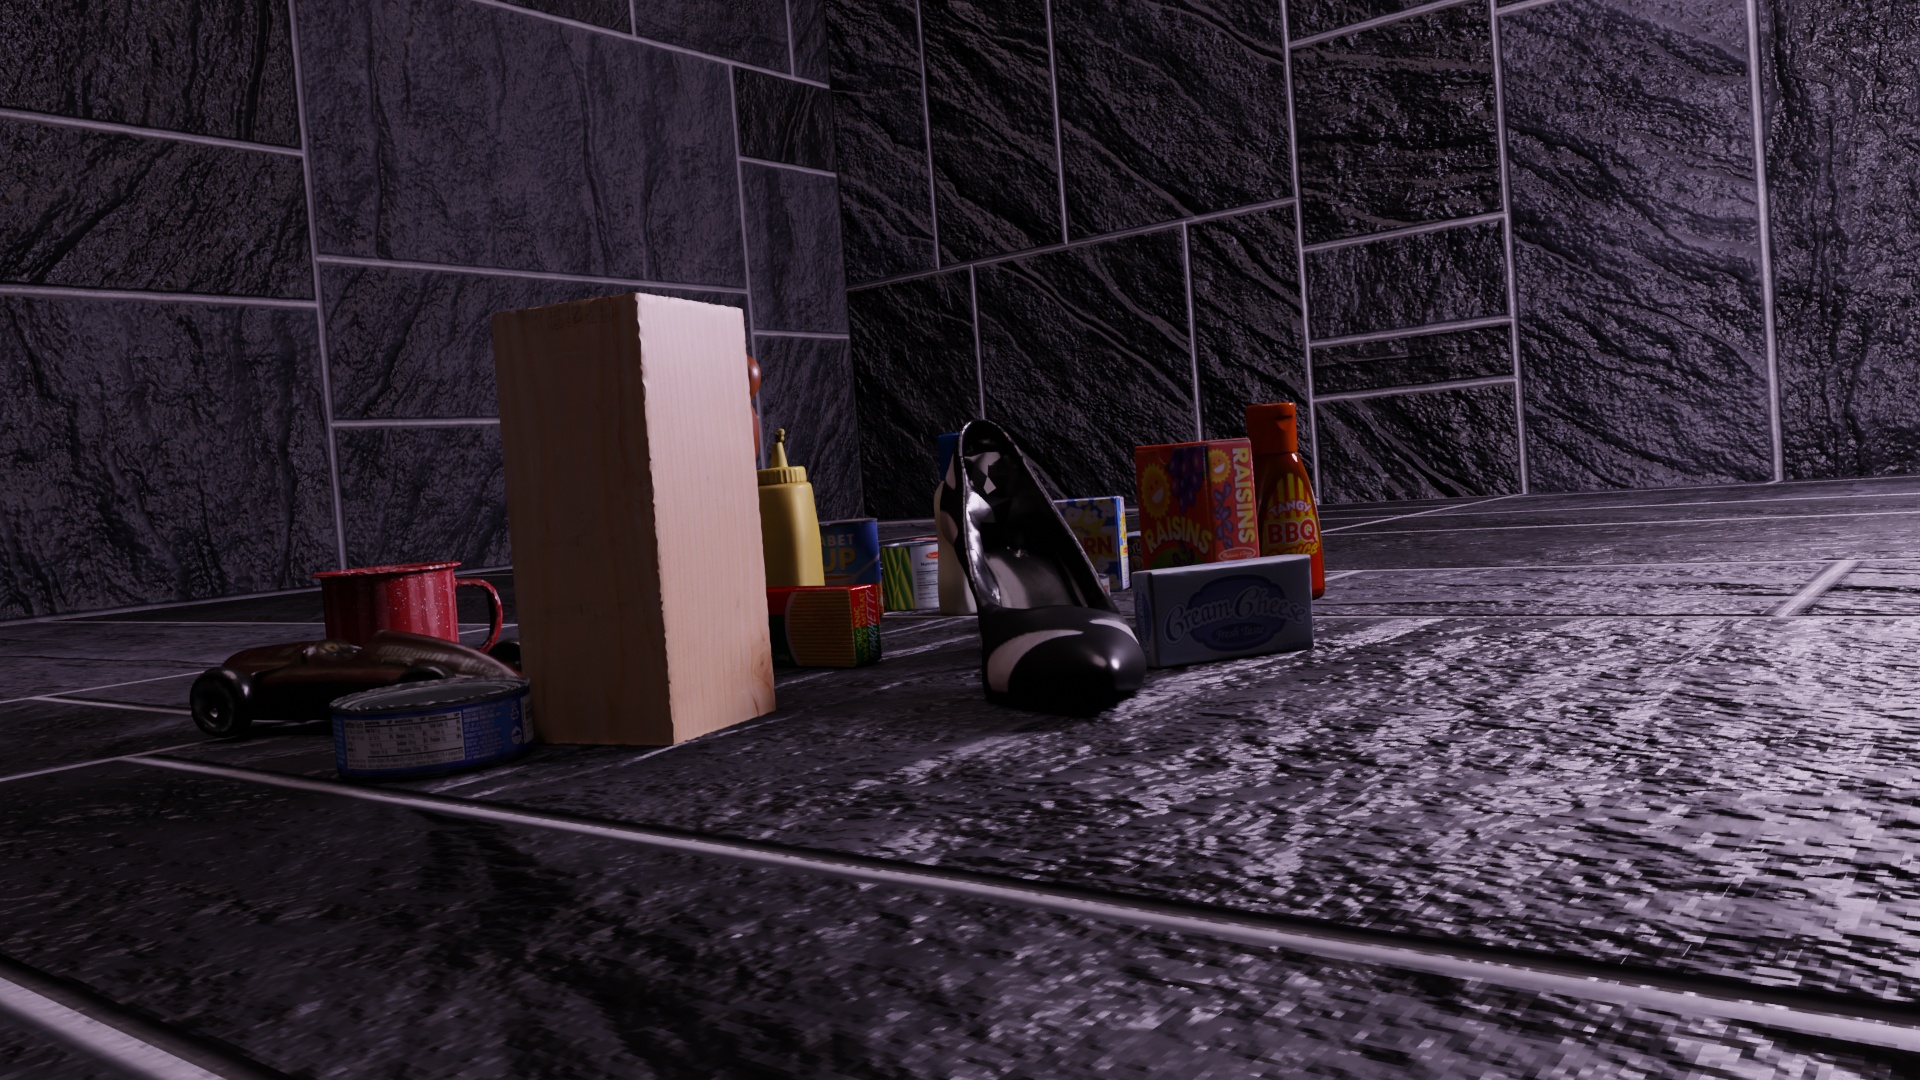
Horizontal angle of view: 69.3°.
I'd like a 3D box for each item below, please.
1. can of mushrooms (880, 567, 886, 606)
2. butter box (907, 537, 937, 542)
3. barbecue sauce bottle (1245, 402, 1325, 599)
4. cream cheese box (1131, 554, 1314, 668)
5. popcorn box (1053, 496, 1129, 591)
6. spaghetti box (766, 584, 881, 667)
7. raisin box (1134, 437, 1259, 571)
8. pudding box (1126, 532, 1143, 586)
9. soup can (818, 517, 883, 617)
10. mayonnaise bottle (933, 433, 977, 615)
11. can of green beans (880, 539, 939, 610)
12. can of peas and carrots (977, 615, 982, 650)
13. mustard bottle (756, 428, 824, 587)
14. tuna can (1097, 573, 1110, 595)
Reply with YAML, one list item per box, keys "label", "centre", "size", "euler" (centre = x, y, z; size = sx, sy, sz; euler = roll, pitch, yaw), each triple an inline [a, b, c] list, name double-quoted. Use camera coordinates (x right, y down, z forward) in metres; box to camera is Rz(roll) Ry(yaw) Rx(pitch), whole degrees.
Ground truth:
- label: "can of mushrooms"
  centre: [-0.084, 0.044, 1.288]
  size: [0.071, 0.033, 0.071]
  euler: [-4, 2, 0]
- label: "butter box"
  centre: [-0.007, 0.023, 1.401]
  size: [0.103, 0.053, 0.024]
  euler: [-2, 3, 42]
- label: "barbecue sauce bottle"
  centre: [0.237, -0.028, 1.042]
  size: [0.065, 0.148, 0.043]
  euler: [-5, 2, -21]
- label: "cream cheese box"
  centre: [0.147, 0.038, 0.770]
  size: [0.104, 0.053, 0.024]
  euler: [-5, 2, -20]
- label: "popcorn box"
  centre: [0.087, 0.006, 1.261]
  size: [0.126, 0.085, 0.038]
  euler: [-4, 2, 16]
- label: "spaghetti box"
  centre: [-0.159, 0.057, 0.925]
  size: [0.250, 0.050, 0.029]
  euler: [-3, 3, 35]
- label: "raisin box"
  centre: [0.156, -0.004, 0.921]
  size: [0.040, 0.123, 0.086]
  euler: [-5, 2, -25]
- label: "pudding box"
  centre: [0.165, 0.017, 1.278]
  size: [0.083, 0.049, 0.030]
  euler: [-3, 2, 27]
- label: "soup can"
  centre: [-0.101, 0.025, 1.165]
  size: [0.071, 0.083, 0.071]
  euler: [-4, 2, 0]
- label: "mayonnaise bottle"
  centre: [0.004, -0.014, 1.147]
  size: [0.041, 0.148, 0.065]
  euler: [-3, 2, 32]
- label: "can of green beans"
  centre: [-0.036, 0.030, 1.233]
  size: [0.071, 0.057, 0.071]
  euler: [-4, 2, 0]
- label: "can of peas and carrots"
  centre: [0.045, 0.039, 0.885]
  size: [0.071, 0.058, 0.071]
  euler: [-4, 2, 0]
- label: "mustard bottle"
  centre: [-0.136, -0.006, 1.076]
  size: [0.049, 0.160, 0.065]
  euler: [-4, 2, 9]
- label: "tuna can"
  centre: [0.076, 0.043, 1.021]
  size: [0.071, 0.033, 0.071]
  euler: [-4, 2, 0]
